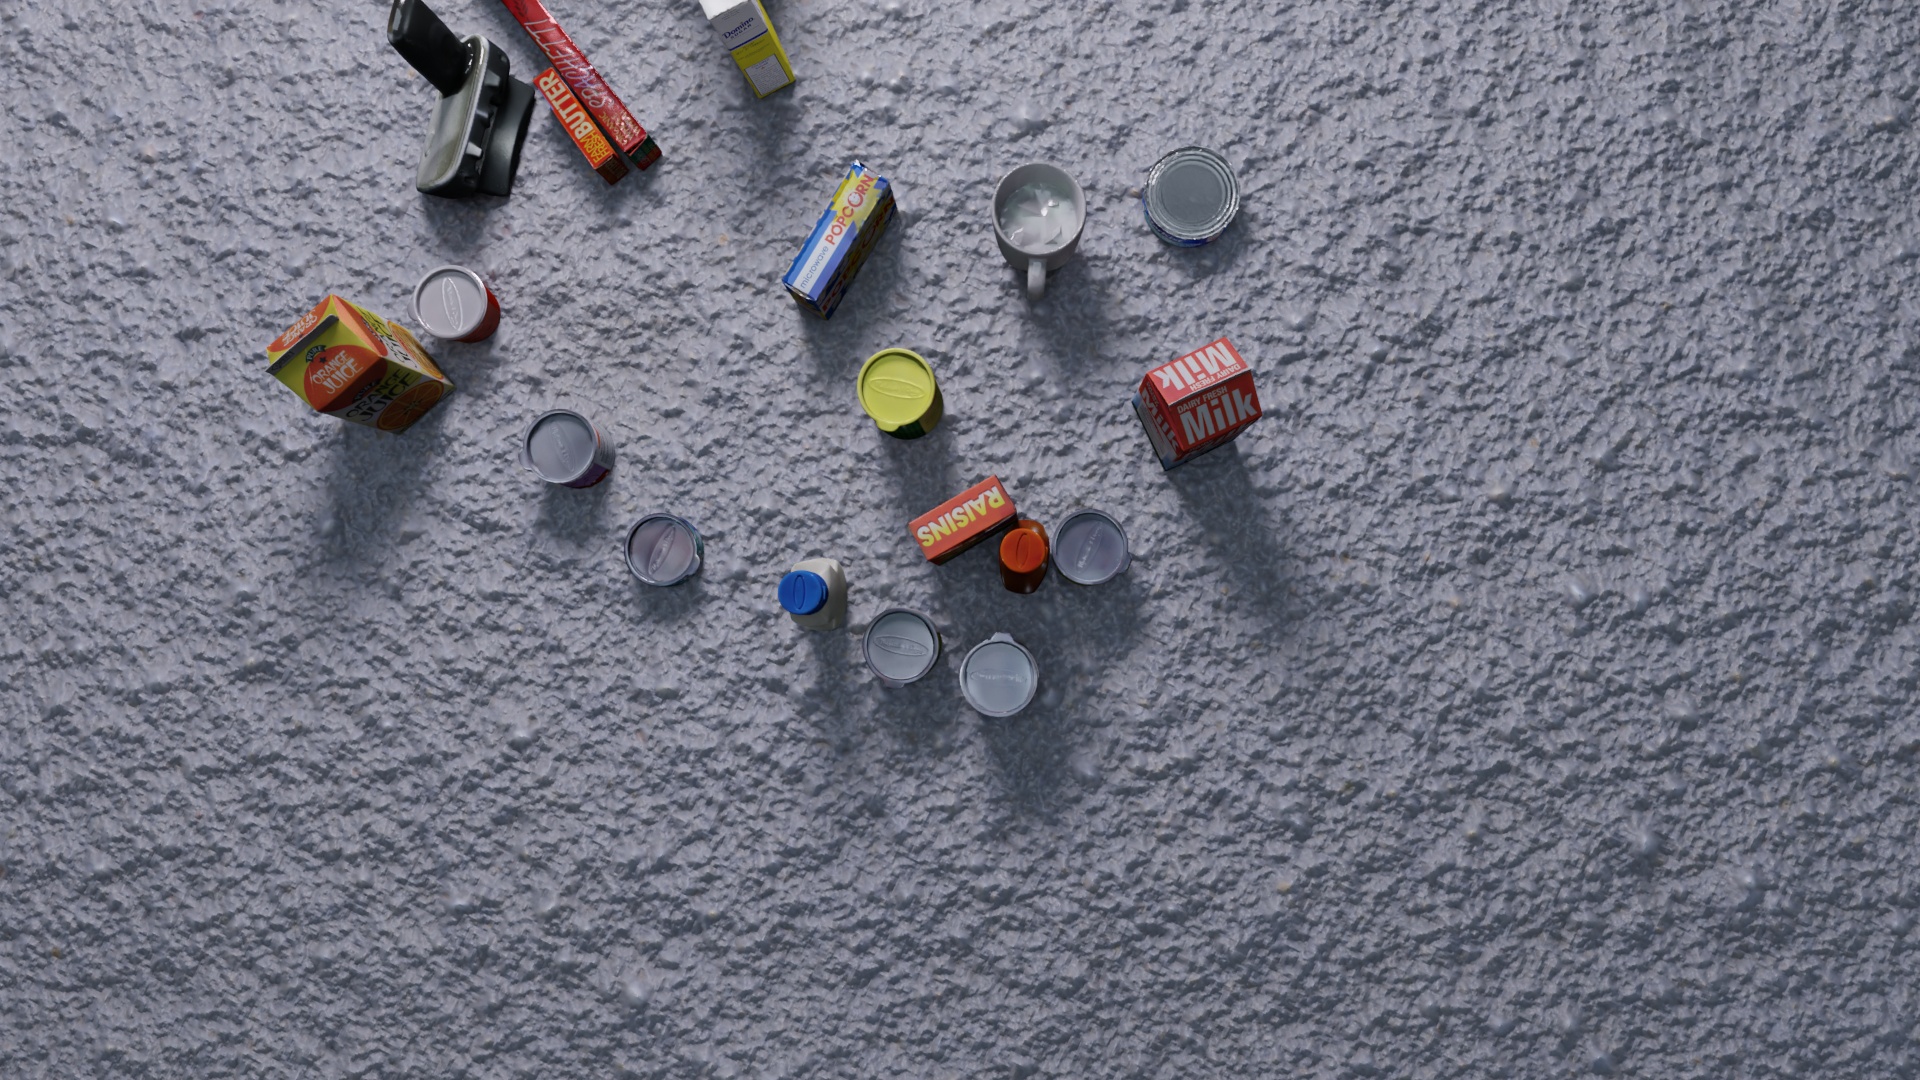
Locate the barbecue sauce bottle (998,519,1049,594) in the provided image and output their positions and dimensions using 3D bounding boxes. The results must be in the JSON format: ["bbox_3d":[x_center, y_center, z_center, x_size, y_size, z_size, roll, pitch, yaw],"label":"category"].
[{"bbox_3d":[0.054,0.012,1.177,0.044,0.148,0.065,8,87,3],"label":"barbecue sauce bottle"}]

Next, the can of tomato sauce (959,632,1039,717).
[{"bbox_3d":[0.034,0.115,1.204,0.071,0.083,0.071,0,86,3],"label":"can of tomato sauce"}]

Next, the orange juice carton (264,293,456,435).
[{"bbox_3d":[-0.520,-0.151,1.194,0.072,0.192,0.073,-40,86,0],"label":"orange juice carton"}]

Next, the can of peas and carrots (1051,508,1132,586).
[{"bbox_3d":[0.115,0.008,1.220,0.071,0.058,0.071,0,86,3],"label":"can of peas and carrots"}]

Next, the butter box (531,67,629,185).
[{"bbox_3d":[-0.347,-0.378,1.271,0.024,0.053,0.103,-36,85,0],"label":"butter box"}]

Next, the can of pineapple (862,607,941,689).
[{"bbox_3d":[-0.051,0.094,1.222,0.071,0.058,0.071,0,86,3],"label":"can of pineapple"}]

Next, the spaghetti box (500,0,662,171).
[{"bbox_3d":[-0.365,-0.447,1.278,0.029,0.050,0.250,-39,85,0],"label":"spaghetti box"}]

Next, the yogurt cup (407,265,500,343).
[{"bbox_3d":[-0.455,-0.211,1.264,0.072,0.054,0.072,0,86,3],"label":"yogurt cup"}]

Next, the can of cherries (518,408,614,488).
[{"bbox_3d":[-0.353,-0.081,1.248,0.071,0.058,0.071,0,86,3],"label":"can of cherries"}]

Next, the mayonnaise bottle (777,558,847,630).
[{"bbox_3d":[-0.125,0.045,1.184,0.041,0.148,0.065,1,87,3],"label":"mayonnaise bottle"}]

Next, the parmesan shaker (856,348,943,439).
[{"bbox_3d":[-0.052,-0.123,1.215,0.071,0.103,0.071,0,87,3],"label":"parmesan shaker"}]

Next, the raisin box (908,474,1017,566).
[{"bbox_3d":[0.004,-0.015,1.194,0.086,0.123,0.040,-29,86,1],"label":"raisin box"}]

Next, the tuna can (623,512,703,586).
[{"bbox_3d":[-0.264,0.010,1.251,0.071,0.033,0.071,0,86,3],"label":"tuna can"}]

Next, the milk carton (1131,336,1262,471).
[{"bbox_3d":[0.197,-0.114,1.158,0.072,0.190,0.073,-25,86,1],"label":"milk carton"}]

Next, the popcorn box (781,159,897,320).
[{"bbox_3d":[-0.106,-0.264,1.236,0.038,0.085,0.126,31,88,4],"label":"popcorn box"}]
